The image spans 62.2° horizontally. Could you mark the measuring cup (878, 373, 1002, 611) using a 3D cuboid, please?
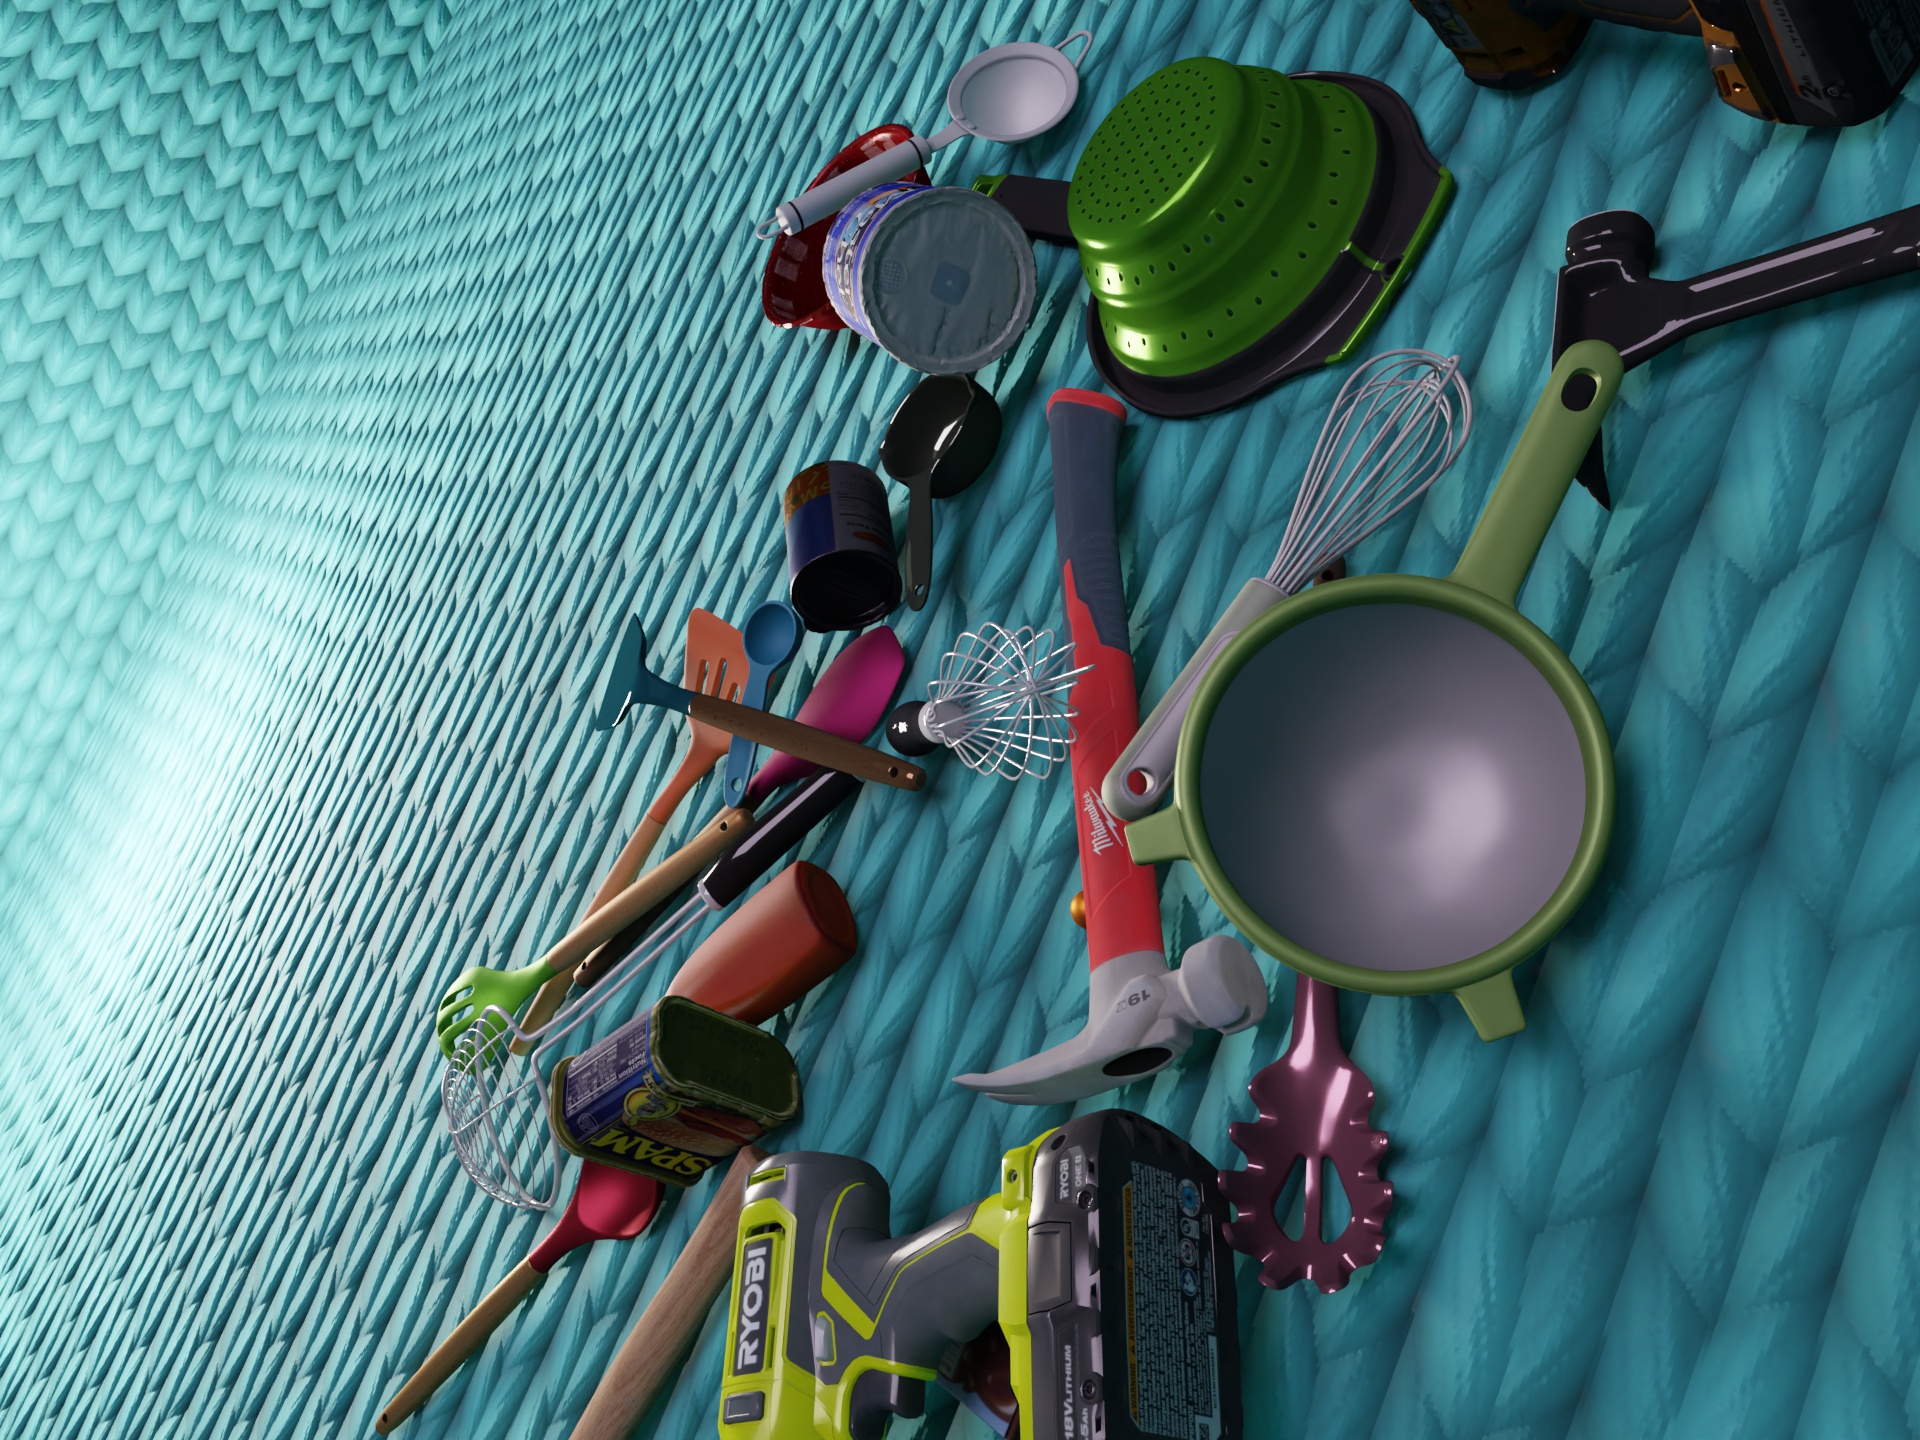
[{"bbox_3d":[-0.010,-0.130,0.931,0.083,0.038,0.168,-23,53,39],"label":"measuring cup"}]

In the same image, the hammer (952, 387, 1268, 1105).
[{"bbox_3d":[0.055,-0.010,0.762,0.143,0.038,0.387,-30,45,32],"label":"hammer"}]

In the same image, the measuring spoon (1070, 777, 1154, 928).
[{"bbox_3d":[0.078,0.042,0.736,0.021,0.011,0.117,19,82,53],"label":"measuring spoon"}]

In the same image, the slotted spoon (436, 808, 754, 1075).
[{"bbox_3d":[-0.240,0.138,1.005,0.313,0.031,0.070,-36,60,26],"label":"slotted spoon"}]

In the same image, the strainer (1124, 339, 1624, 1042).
[{"bbox_3d":[0.180,-0.020,0.592,0.151,0.069,0.256,26,82,15],"label":"strainer"}]

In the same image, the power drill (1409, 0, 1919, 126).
[{"bbox_3d":[0.250,-0.322,0.630,0.084,0.185,0.226,-57,40,4],"label":"power drill"}]

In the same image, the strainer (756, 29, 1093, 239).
[{"bbox_3d":[-0.021,-0.369,1.025,0.258,0.050,0.087,-32,63,-13],"label":"strainer"}]

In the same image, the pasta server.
[{"bbox_3d":[0.141,0.064,0.627,0.060,0.040,0.316,-1,61,18],"label":"pasta server"}]

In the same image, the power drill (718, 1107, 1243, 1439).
[{"bbox_3d":[-0.009,0.250,0.601,0.228,0.080,0.191,-27,49,38],"label":"power drill"}]

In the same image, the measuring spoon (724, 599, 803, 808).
[{"bbox_3d":[-0.120,-0.009,0.966,0.042,0.021,0.128,12,89,34],"label":"measuring spoon"}]

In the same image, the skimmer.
[{"bbox_3d":[-0.176,0.149,0.947,0.363,0.090,0.127,-42,58,8],"label":"skimmer"}]

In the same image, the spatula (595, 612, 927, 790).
[{"bbox_3d":[-0.130,-0.002,0.939,0.318,0.044,0.082,17,88,41],"label":"spatula"}]

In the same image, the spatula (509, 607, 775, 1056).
[{"bbox_3d":[-0.215,0.082,1.029,0.081,0.041,0.322,35,98,28],"label":"spatula"}]

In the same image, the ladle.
[{"bbox_3d":[-0.261,0.334,0.934,0.315,0.031,0.069,-47,58,22],"label":"ladle"}]

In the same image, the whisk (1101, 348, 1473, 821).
[{"bbox_3d":[0.137,-0.058,0.669,0.246,0.058,0.059,-53,2,-7],"label":"whisk"}]

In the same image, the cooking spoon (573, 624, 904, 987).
[{"bbox_3d":[-0.141,0.061,0.975,0.319,0.017,0.069,-46,44,20],"label":"cooking spoon"}]

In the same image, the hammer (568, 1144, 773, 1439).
[{"bbox_3d":[-0.185,0.365,0.821,0.331,0.031,0.130,-59,37,3],"label":"hammer"}]

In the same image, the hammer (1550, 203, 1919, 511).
[{"bbox_3d":[0.359,-0.166,0.523,0.337,0.034,0.127,-12,58,45],"label":"hammer"}]

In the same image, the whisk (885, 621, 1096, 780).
[{"bbox_3d":[-0.002,-0.002,0.749,0.284,0.070,0.070,163,130,-77],"label":"whisk"}]

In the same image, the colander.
[{"bbox_3d":[0.082,-0.294,0.879,0.204,0.094,0.397,-59,37,3],"label":"colander"}]
